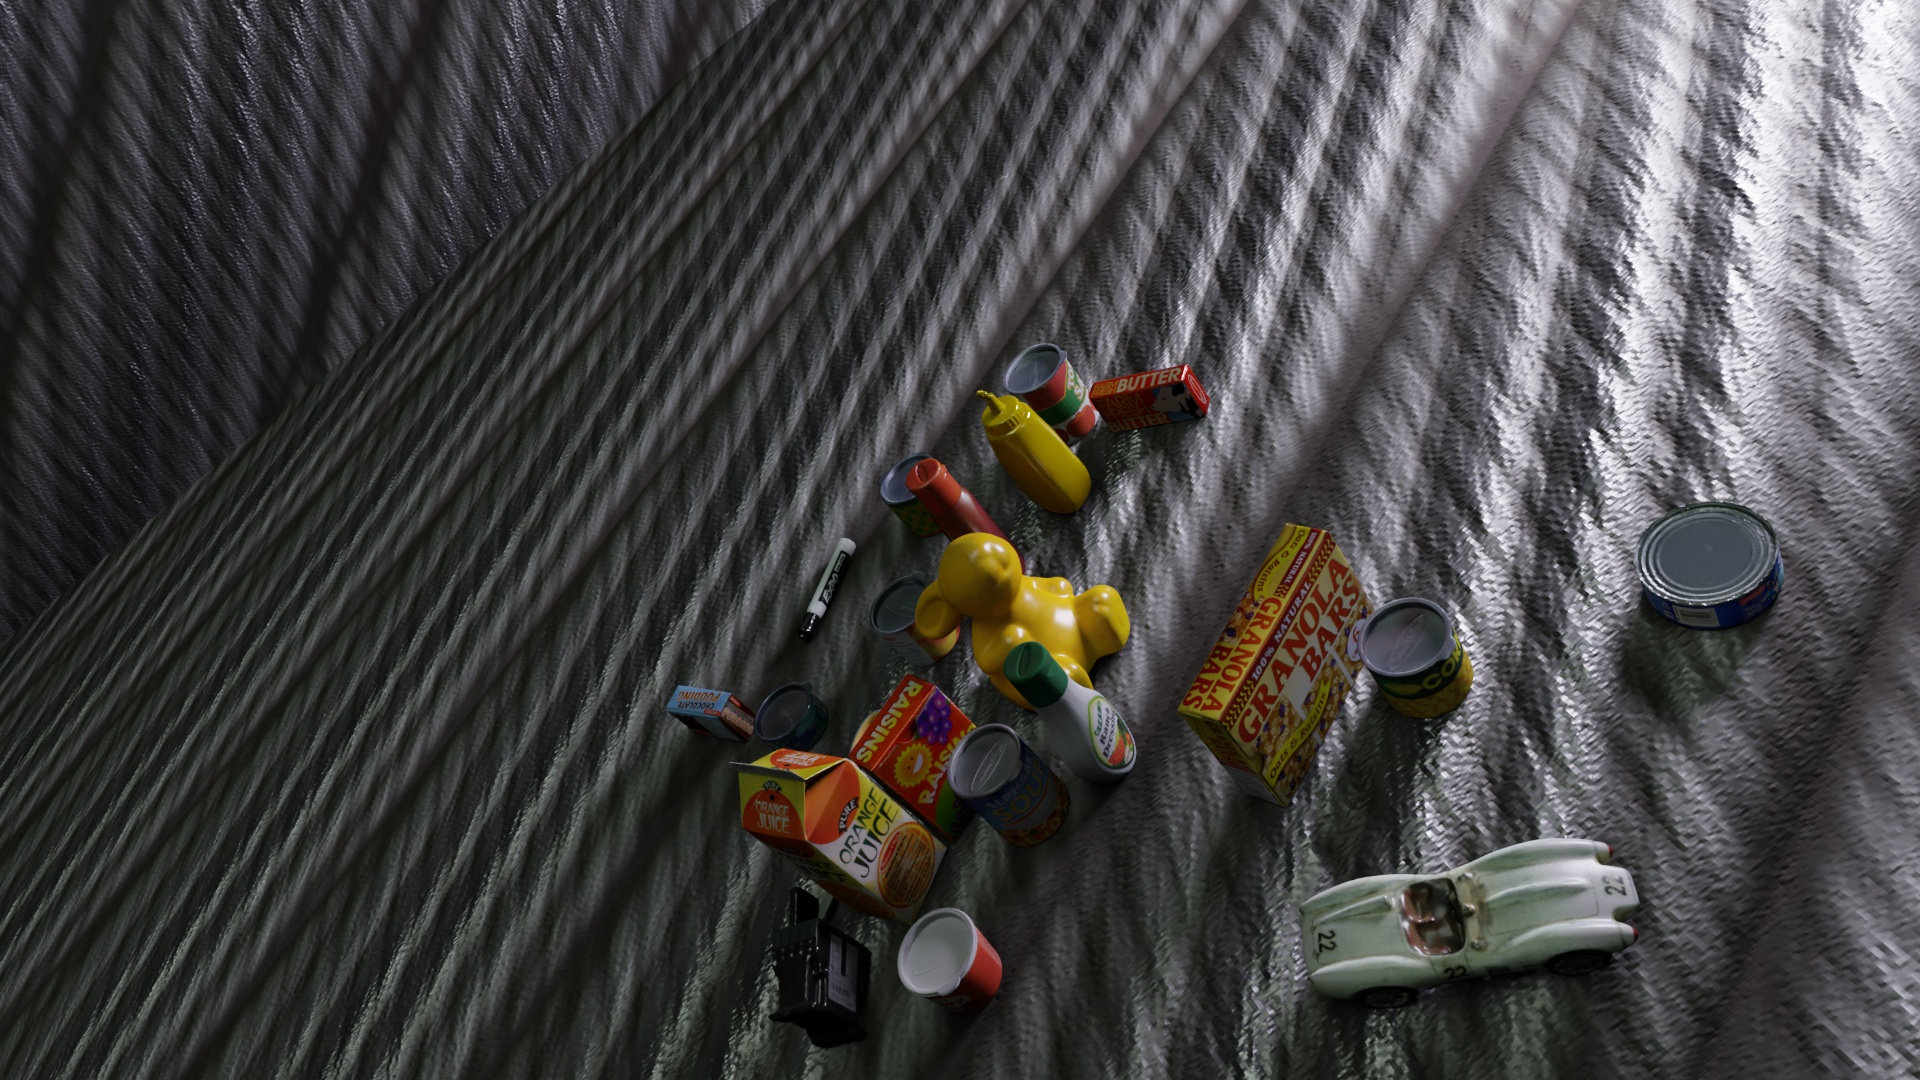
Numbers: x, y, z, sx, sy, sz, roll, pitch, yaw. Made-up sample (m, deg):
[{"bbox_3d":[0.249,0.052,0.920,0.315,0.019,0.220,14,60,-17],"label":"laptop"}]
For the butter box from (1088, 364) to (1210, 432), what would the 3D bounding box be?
[{"bbox_3d":[0.179,-0.134,1.320,0.103,0.053,0.024,-7,49,35],"label":"butter box"}]

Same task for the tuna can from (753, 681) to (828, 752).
[{"bbox_3d":[-0.159,0.169,1.322,0.071,0.032,0.071,-22,42,22],"label":"tuna can"}]

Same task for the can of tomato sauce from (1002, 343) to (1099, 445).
[{"bbox_3d":[0.092,-0.144,1.377,0.071,0.083,0.071,-23,42,22],"label":"can of tomato sauce"}]

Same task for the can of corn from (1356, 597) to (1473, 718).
[{"bbox_3d":[0.325,0.084,0.983,0.071,0.058,0.071,-22,42,22],"label":"can of corn"}]

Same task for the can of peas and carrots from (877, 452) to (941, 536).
[{"bbox_3d":[-0.041,-0.046,1.411,0.071,0.058,0.071,-22,42,22],"label":"can of peas and carrots"}]

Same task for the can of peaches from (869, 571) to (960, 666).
[{"bbox_3d":[-0.040,0.074,1.296,0.071,0.058,0.071,-22,42,22],"label":"can of peaches"}]

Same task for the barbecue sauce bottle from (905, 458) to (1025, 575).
[{"bbox_3d":[0.005,-0.016,1.272,0.043,0.148,0.065,-34,39,8],"label":"barbecue sauce bottle"}]

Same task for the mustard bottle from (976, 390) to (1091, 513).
[{"bbox_3d":[0.062,-0.088,1.286,0.065,0.159,0.049,10,61,45],"label":"mustard bottle"}]

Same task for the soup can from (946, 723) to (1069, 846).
[{"bbox_3d":[0.040,0.194,1.092,0.071,0.083,0.072,-23,42,22],"label":"soup can"}]

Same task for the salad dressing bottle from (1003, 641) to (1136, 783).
[{"bbox_3d":[0.084,0.132,1.065,0.044,0.147,0.064,-12,47,32],"label":"salad dressing bottle"}]

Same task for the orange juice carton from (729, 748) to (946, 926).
[{"bbox_3d":[-0.099,0.224,1.090,0.072,0.192,0.073,1,54,40],"label":"orange juice carton"}]

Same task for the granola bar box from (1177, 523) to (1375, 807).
[{"bbox_3d":[0.235,0.090,0.999,0.039,0.124,0.166,13,63,46],"label":"granola bar box"}]

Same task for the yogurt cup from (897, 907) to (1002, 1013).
[{"bbox_3d":[-0.005,0.316,1.036,0.072,0.053,0.073,-22,42,22],"label":"yogurt cup"}]

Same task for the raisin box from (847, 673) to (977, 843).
[{"bbox_3d":[-0.024,0.178,1.129,0.040,0.123,0.086,19,67,48],"label":"raisin box"}]

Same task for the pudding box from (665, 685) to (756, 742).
[{"bbox_3d":[-0.247,0.172,1.378,0.083,0.049,0.030,1,54,40],"label":"pudding box"}]
